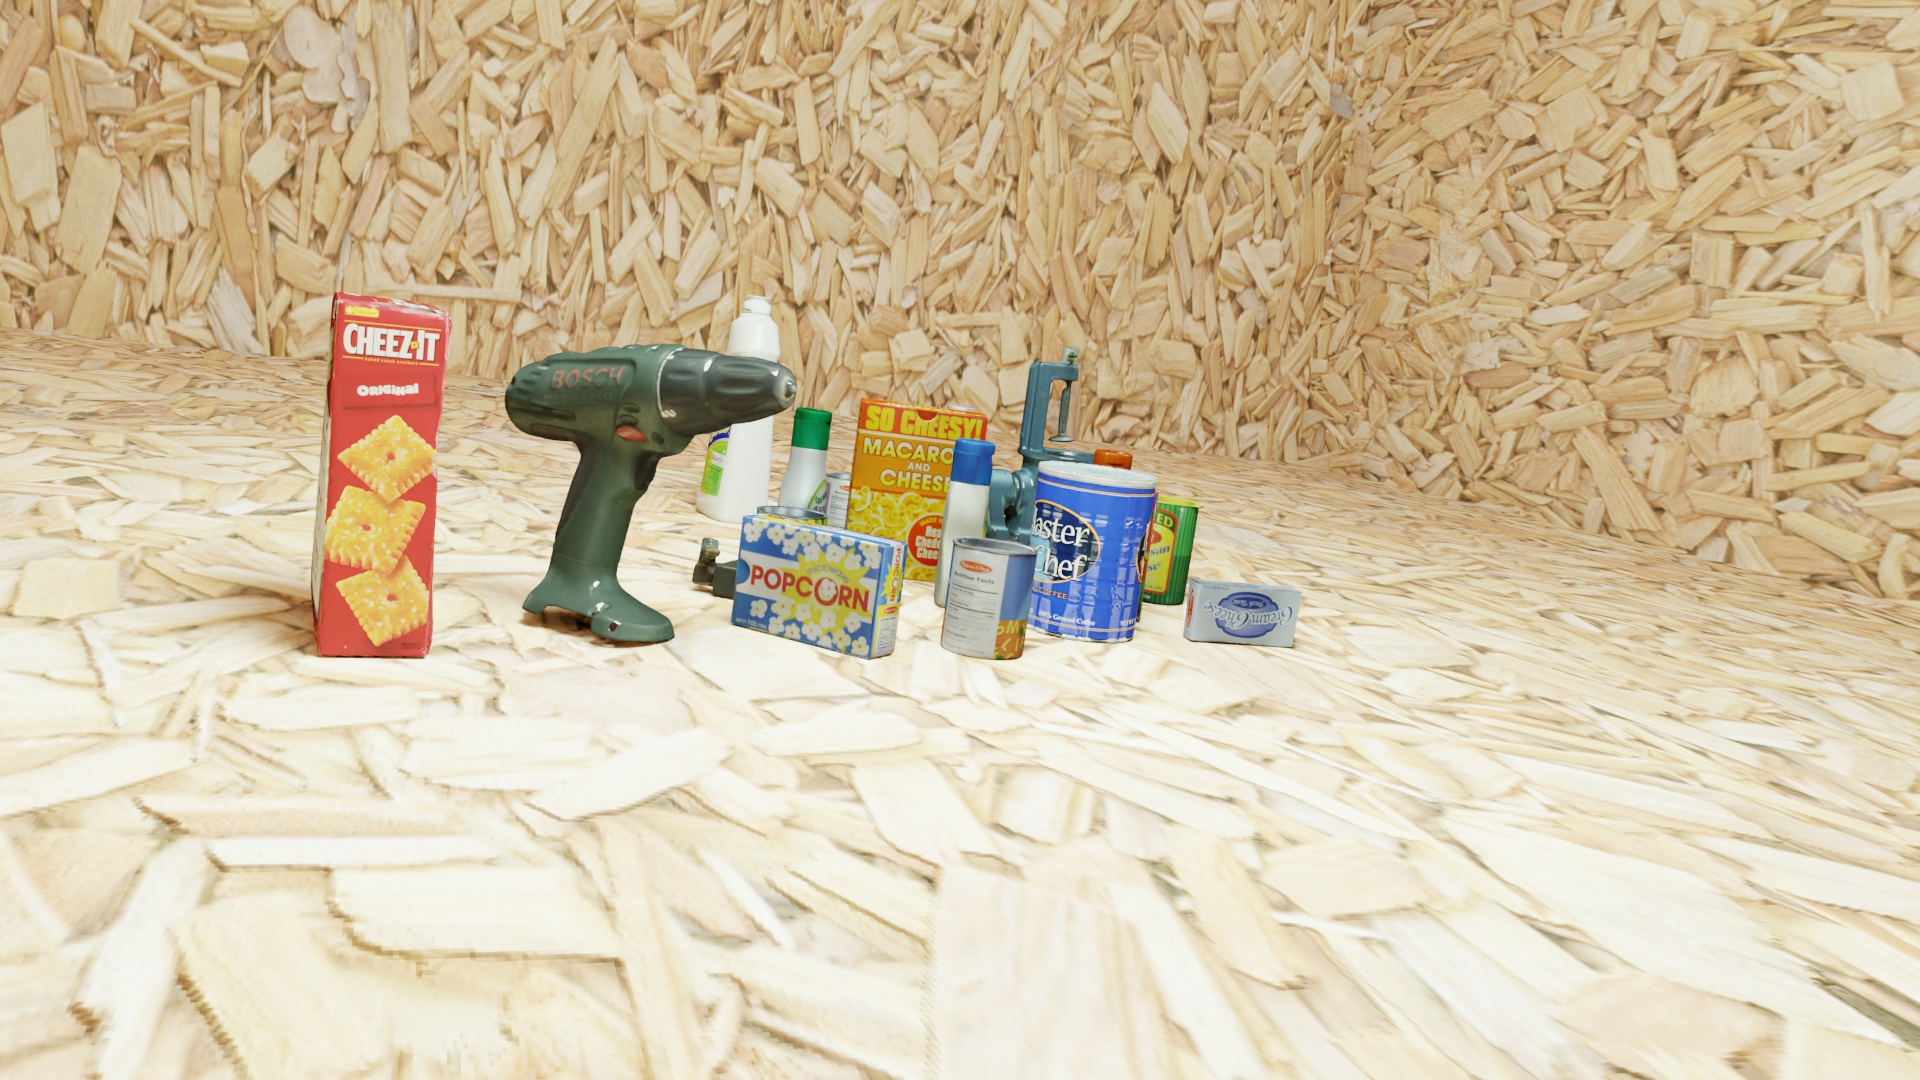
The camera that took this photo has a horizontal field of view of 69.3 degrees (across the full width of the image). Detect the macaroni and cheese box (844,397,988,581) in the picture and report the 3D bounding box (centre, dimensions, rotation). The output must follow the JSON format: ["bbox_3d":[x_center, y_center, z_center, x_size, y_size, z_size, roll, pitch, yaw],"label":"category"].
[{"bbox_3d":[-0.045,-0.047,1.339,0.124,0.166,0.040,6,8,-9],"label":"macaroni and cheese box"}]

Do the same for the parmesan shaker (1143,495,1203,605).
[{"bbox_3d":[0.203,0.009,1.399,0.071,0.103,0.071,7,8,-1],"label":"parmesan shaker"}]

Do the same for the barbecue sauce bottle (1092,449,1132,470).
[{"bbox_3d":[0.136,-0.012,1.324,0.065,0.148,0.044,7,8,-4],"label":"barbecue sauce bottle"}]

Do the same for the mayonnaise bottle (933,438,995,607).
[{"bbox_3d":[0.004,-0.015,1.236,0.041,0.147,0.065,8,8,0],"label":"mayonnaise bottle"}]

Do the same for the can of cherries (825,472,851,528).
[{"bbox_3d":[-0.128,-0.047,1.633,0.071,0.058,0.071,7,8,-1],"label":"can of cherries"}]

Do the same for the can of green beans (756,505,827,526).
[{"bbox_3d":[-0.159,0.001,1.286,0.071,0.057,0.071,7,8,-1],"label":"can of green beans"}]

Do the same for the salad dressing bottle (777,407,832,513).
[{"bbox_3d":[-0.153,-0.056,1.370,0.044,0.147,0.064,10,8,16],"label":"salad dressing bottle"}]

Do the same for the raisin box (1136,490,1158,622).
[{"bbox_3d":[0.129,0.008,1.276,0.086,0.123,0.040,7,8,-2],"label":"raisin box"}]

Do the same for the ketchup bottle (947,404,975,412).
[{"bbox_3d":[-0.009,-0.098,1.774,0.065,0.148,0.043,3,9,-27],"label":"ketchup bottle"}]

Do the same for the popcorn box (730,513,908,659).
[{"bbox_3d":[-0.105,0.032,1.033,0.127,0.085,0.038,12,9,26],"label":"popcorn box"}]

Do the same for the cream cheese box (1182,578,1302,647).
[{"bbox_3d":[0.250,0.065,1.237,0.104,0.053,0.024,5,8,-18],"label":"cream cheese box"}]

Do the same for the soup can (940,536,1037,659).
[{"bbox_3d":[0.023,0.044,1.074,0.071,0.083,0.071,7,8,-1],"label":"soup can"}]
